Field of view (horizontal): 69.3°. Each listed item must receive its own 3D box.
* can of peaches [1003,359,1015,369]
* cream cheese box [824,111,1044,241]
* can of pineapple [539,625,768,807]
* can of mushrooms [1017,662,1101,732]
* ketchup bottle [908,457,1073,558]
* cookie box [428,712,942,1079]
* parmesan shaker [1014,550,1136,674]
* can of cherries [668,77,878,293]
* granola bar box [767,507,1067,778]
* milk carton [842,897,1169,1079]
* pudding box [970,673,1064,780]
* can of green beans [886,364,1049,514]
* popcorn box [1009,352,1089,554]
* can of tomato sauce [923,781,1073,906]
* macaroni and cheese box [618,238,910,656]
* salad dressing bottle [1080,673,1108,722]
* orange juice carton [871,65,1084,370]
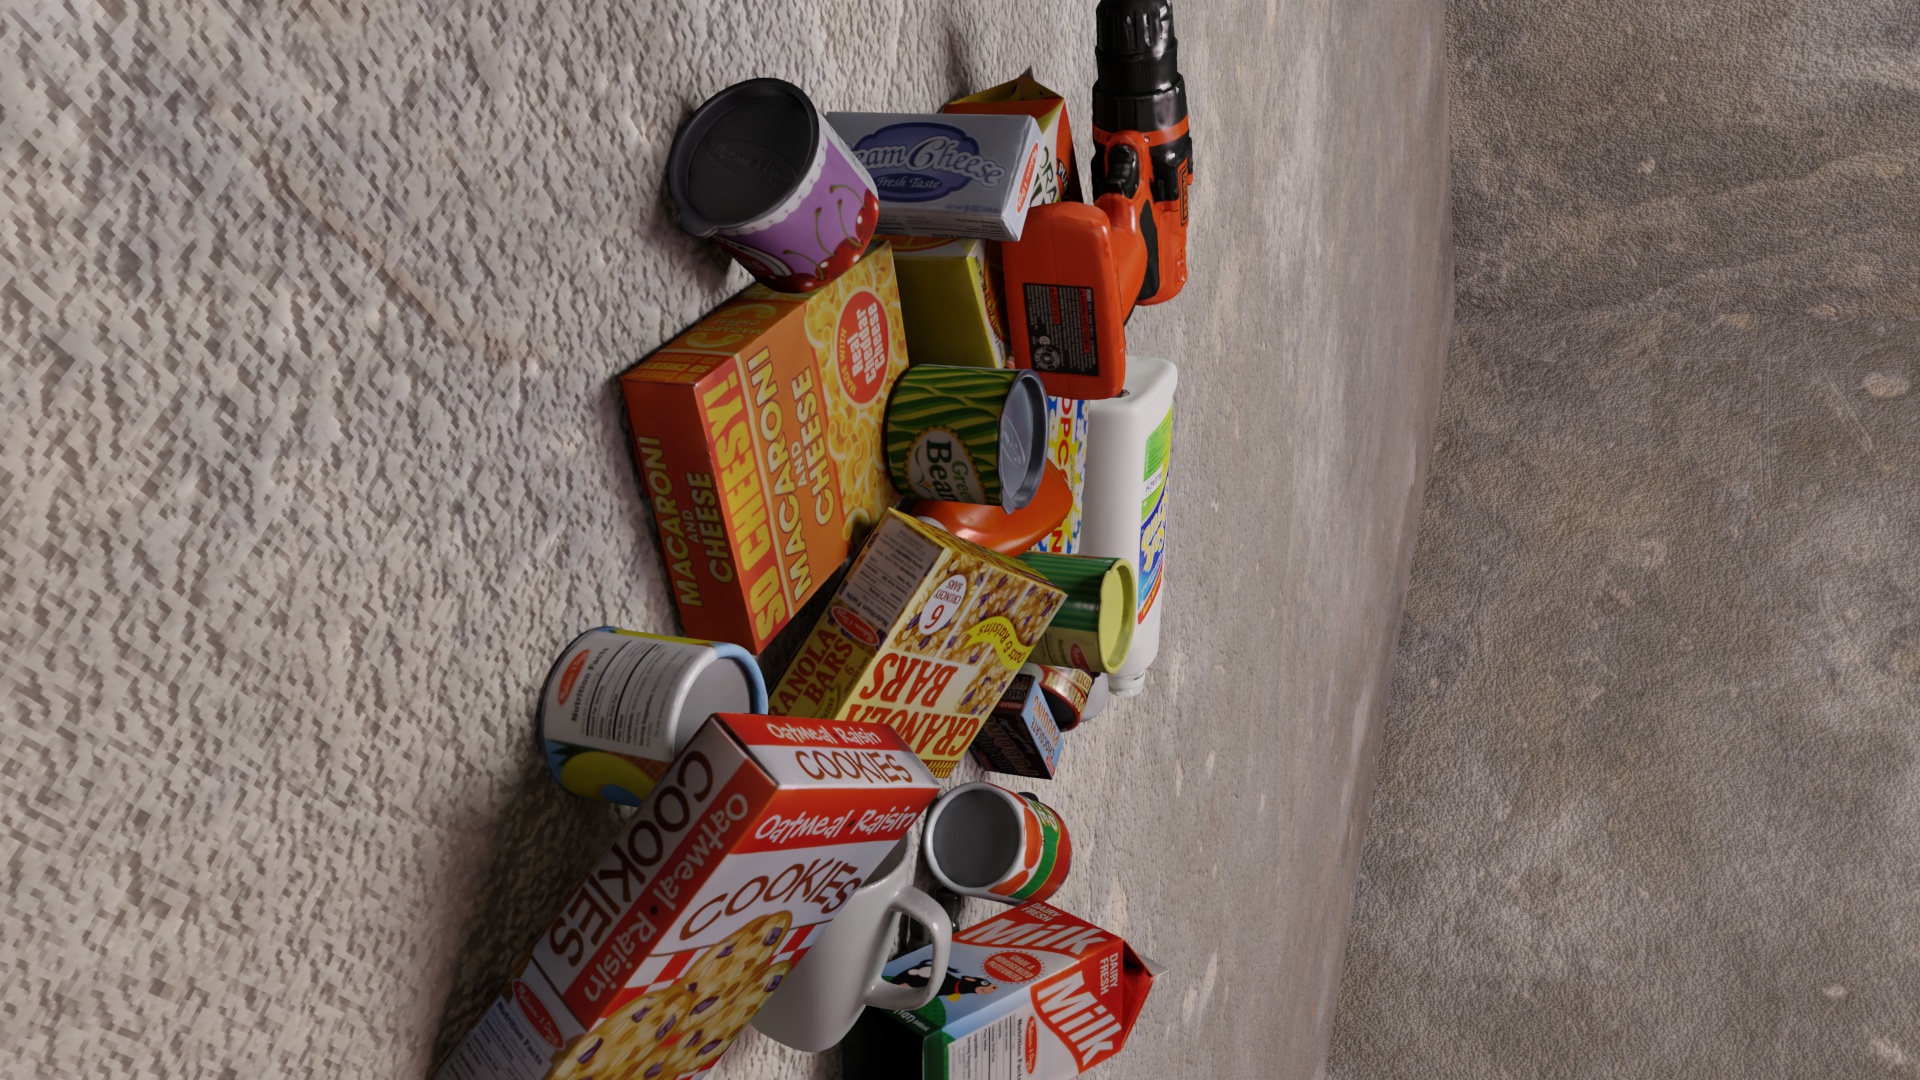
[{"bbox_3d":[-0.002,-0.065,0.739,0.071,0.058,0.071,4,91,-65],"label":"can of peaches"},{"bbox_3d":[-0.019,-0.165,0.628,0.024,0.104,0.053,52,50,-62],"label":"cream cheese box"},{"bbox_3d":[-0.113,0.069,0.524,0.071,0.058,0.071,4,91,-66],"label":"can of pineapple"},{"bbox_3d":[0.051,0.091,0.872,0.033,0.071,0.070,-66,150,-32],"label":"can of mushrooms"},{"bbox_3d":[0.003,-0.010,0.763,0.149,0.065,0.043,-34,166,-51],"label":"ketchup bottle"},{"bbox_3d":[-0.094,0.138,0.506,0.167,0.040,0.123,-52,156,8],"label":"cookie box"},{"bbox_3d":[0.042,0.036,0.803,0.071,0.103,0.071,5,91,-66],"label":"parmesan shaker"},{"bbox_3d":[-0.075,-0.139,0.558,0.058,0.071,0.071,40,59,-62],"label":"can of cherries"},{"bbox_3d":[-0.020,0.058,0.692,0.124,0.039,0.165,-58,155,4],"label":"granola bar box"},{"bbox_3d":[0.030,0.261,0.780,0.191,0.072,0.073,-11,106,-40],"label":"milk carton"},{"bbox_3d":[0.029,0.113,0.853,0.083,0.049,0.030,66,36,-48],"label":"pudding box"},{"bbox_3d":[0.004,-0.050,0.661,0.071,0.058,0.071,5,91,-68],"label":"can of green beans"},{"bbox_3d":[0.048,-0.053,0.874,0.085,0.038,0.126,-4,98,-66],"label":"popcorn box"},{"bbox_3d":[0.024,0.182,0.837,0.083,0.071,0.071,39,60,-61],"label":"can of tomato sauce"},{"bbox_3d":[-0.074,-0.046,0.607,0.167,0.040,0.123,-51,140,-51],"label":"macaroni and cheese box"},{"bbox_3d":[0.060,0.069,0.922,0.147,0.044,0.064,60,38,-50],"label":"salad dressing bottle"},{"bbox_3d":[0.013,-0.173,0.731,0.071,0.073,0.194,72,33,-41],"label":"orange juice carton"}]
